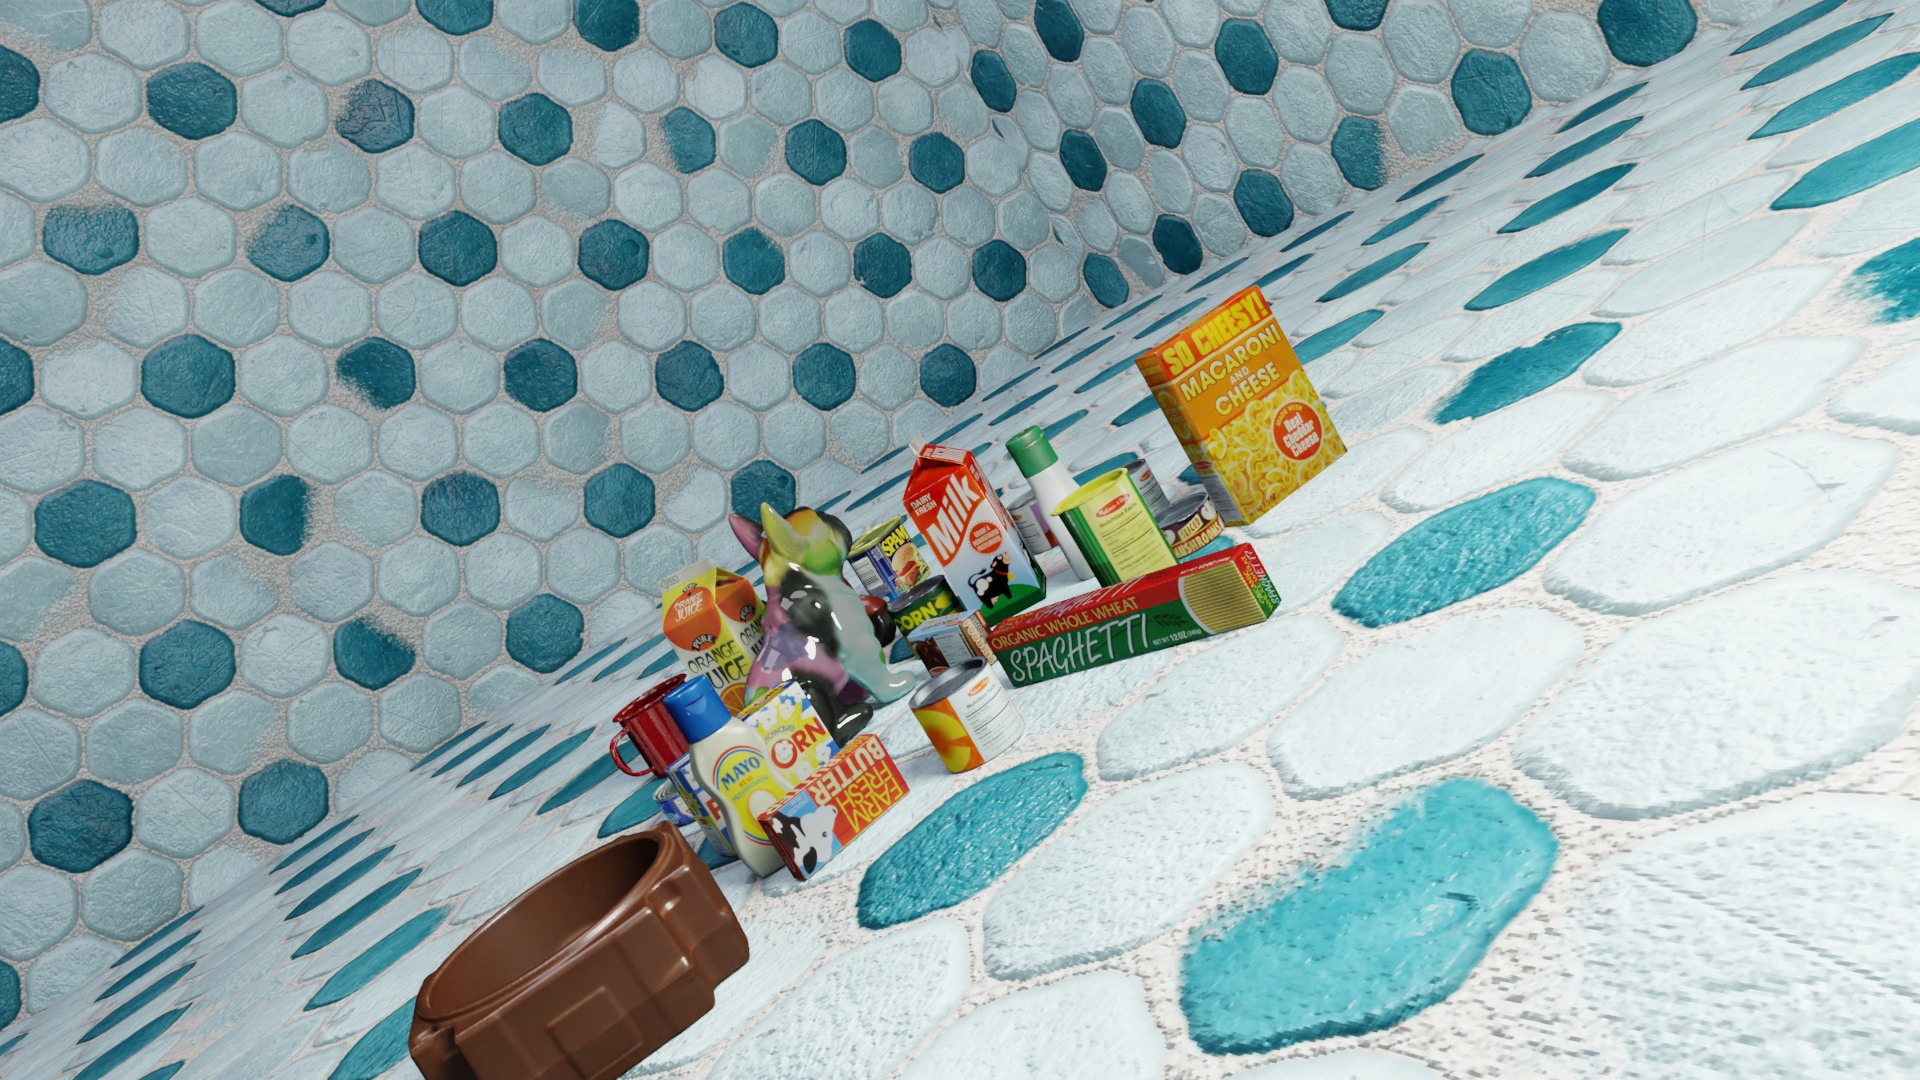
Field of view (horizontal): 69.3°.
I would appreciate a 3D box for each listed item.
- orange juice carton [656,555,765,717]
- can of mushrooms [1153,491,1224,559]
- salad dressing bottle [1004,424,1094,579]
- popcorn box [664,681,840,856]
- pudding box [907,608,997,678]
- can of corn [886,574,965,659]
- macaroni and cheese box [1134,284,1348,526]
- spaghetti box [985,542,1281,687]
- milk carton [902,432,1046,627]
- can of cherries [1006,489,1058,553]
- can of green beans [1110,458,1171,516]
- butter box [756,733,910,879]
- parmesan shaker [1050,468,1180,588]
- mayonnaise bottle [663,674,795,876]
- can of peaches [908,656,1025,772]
[{"bbox_3d":[-0.225,0.109,1.380,0.071,0.192,0.073,-27,10,25],"label":"orange juice carton"},{"bbox_3d":[0.193,-0.011,1.198,0.071,0.033,0.071,-30,9,5],"label":"can of mushrooms"},{"bbox_3d":[0.093,-0.036,1.286,0.044,0.147,0.064,-27,10,22],"label":"salad dressing bottle"},{"bbox_3d":[-0.165,0.184,1.131,0.127,0.085,0.038,-37,11,-33],"label":"popcorn box"},{"bbox_3d":[-0.005,0.092,1.225,0.030,0.049,0.083,-37,11,-35],"label":"pudding box"},{"bbox_3d":[-0.031,0.076,1.360,0.071,0.058,0.071,-30,9,6],"label":"can of corn"},{"bbox_3d":[0.239,-0.114,1.183,0.124,0.166,0.040,-34,10,-21],"label":"macaroni and cheese box"},{"bbox_3d":[0.118,0.059,1.017,0.249,0.050,0.029,-21,13,44],"label":"spaghetti box"},{"bbox_3d":[0.005,-0.017,1.327,0.073,0.190,0.072,-29,9,10],"label":"milk carton"},{"bbox_3d":[0.094,-0.028,1.510,0.071,0.058,0.071,-30,9,6],"label":"can of cherries"},{"bbox_3d":[0.165,-0.039,1.352,0.071,0.057,0.071,-30,9,6],"label":"can of green beans"},{"bbox_3d":[-0.089,0.187,0.982,0.104,0.053,0.024,-37,11,-31],"label":"butter box"},{"bbox_3d":[0.127,0.004,1.112,0.071,0.103,0.071,-30,9,6],"label":"parmesan shaker"},{"bbox_3d":[-0.163,0.169,1.014,0.065,0.148,0.041,-34,9,-17],"label":"mayonnaise bottle"},{"bbox_3d":[0.004,0.125,1.000,0.071,0.058,0.071,-30,9,6],"label":"can of peaches"}]
